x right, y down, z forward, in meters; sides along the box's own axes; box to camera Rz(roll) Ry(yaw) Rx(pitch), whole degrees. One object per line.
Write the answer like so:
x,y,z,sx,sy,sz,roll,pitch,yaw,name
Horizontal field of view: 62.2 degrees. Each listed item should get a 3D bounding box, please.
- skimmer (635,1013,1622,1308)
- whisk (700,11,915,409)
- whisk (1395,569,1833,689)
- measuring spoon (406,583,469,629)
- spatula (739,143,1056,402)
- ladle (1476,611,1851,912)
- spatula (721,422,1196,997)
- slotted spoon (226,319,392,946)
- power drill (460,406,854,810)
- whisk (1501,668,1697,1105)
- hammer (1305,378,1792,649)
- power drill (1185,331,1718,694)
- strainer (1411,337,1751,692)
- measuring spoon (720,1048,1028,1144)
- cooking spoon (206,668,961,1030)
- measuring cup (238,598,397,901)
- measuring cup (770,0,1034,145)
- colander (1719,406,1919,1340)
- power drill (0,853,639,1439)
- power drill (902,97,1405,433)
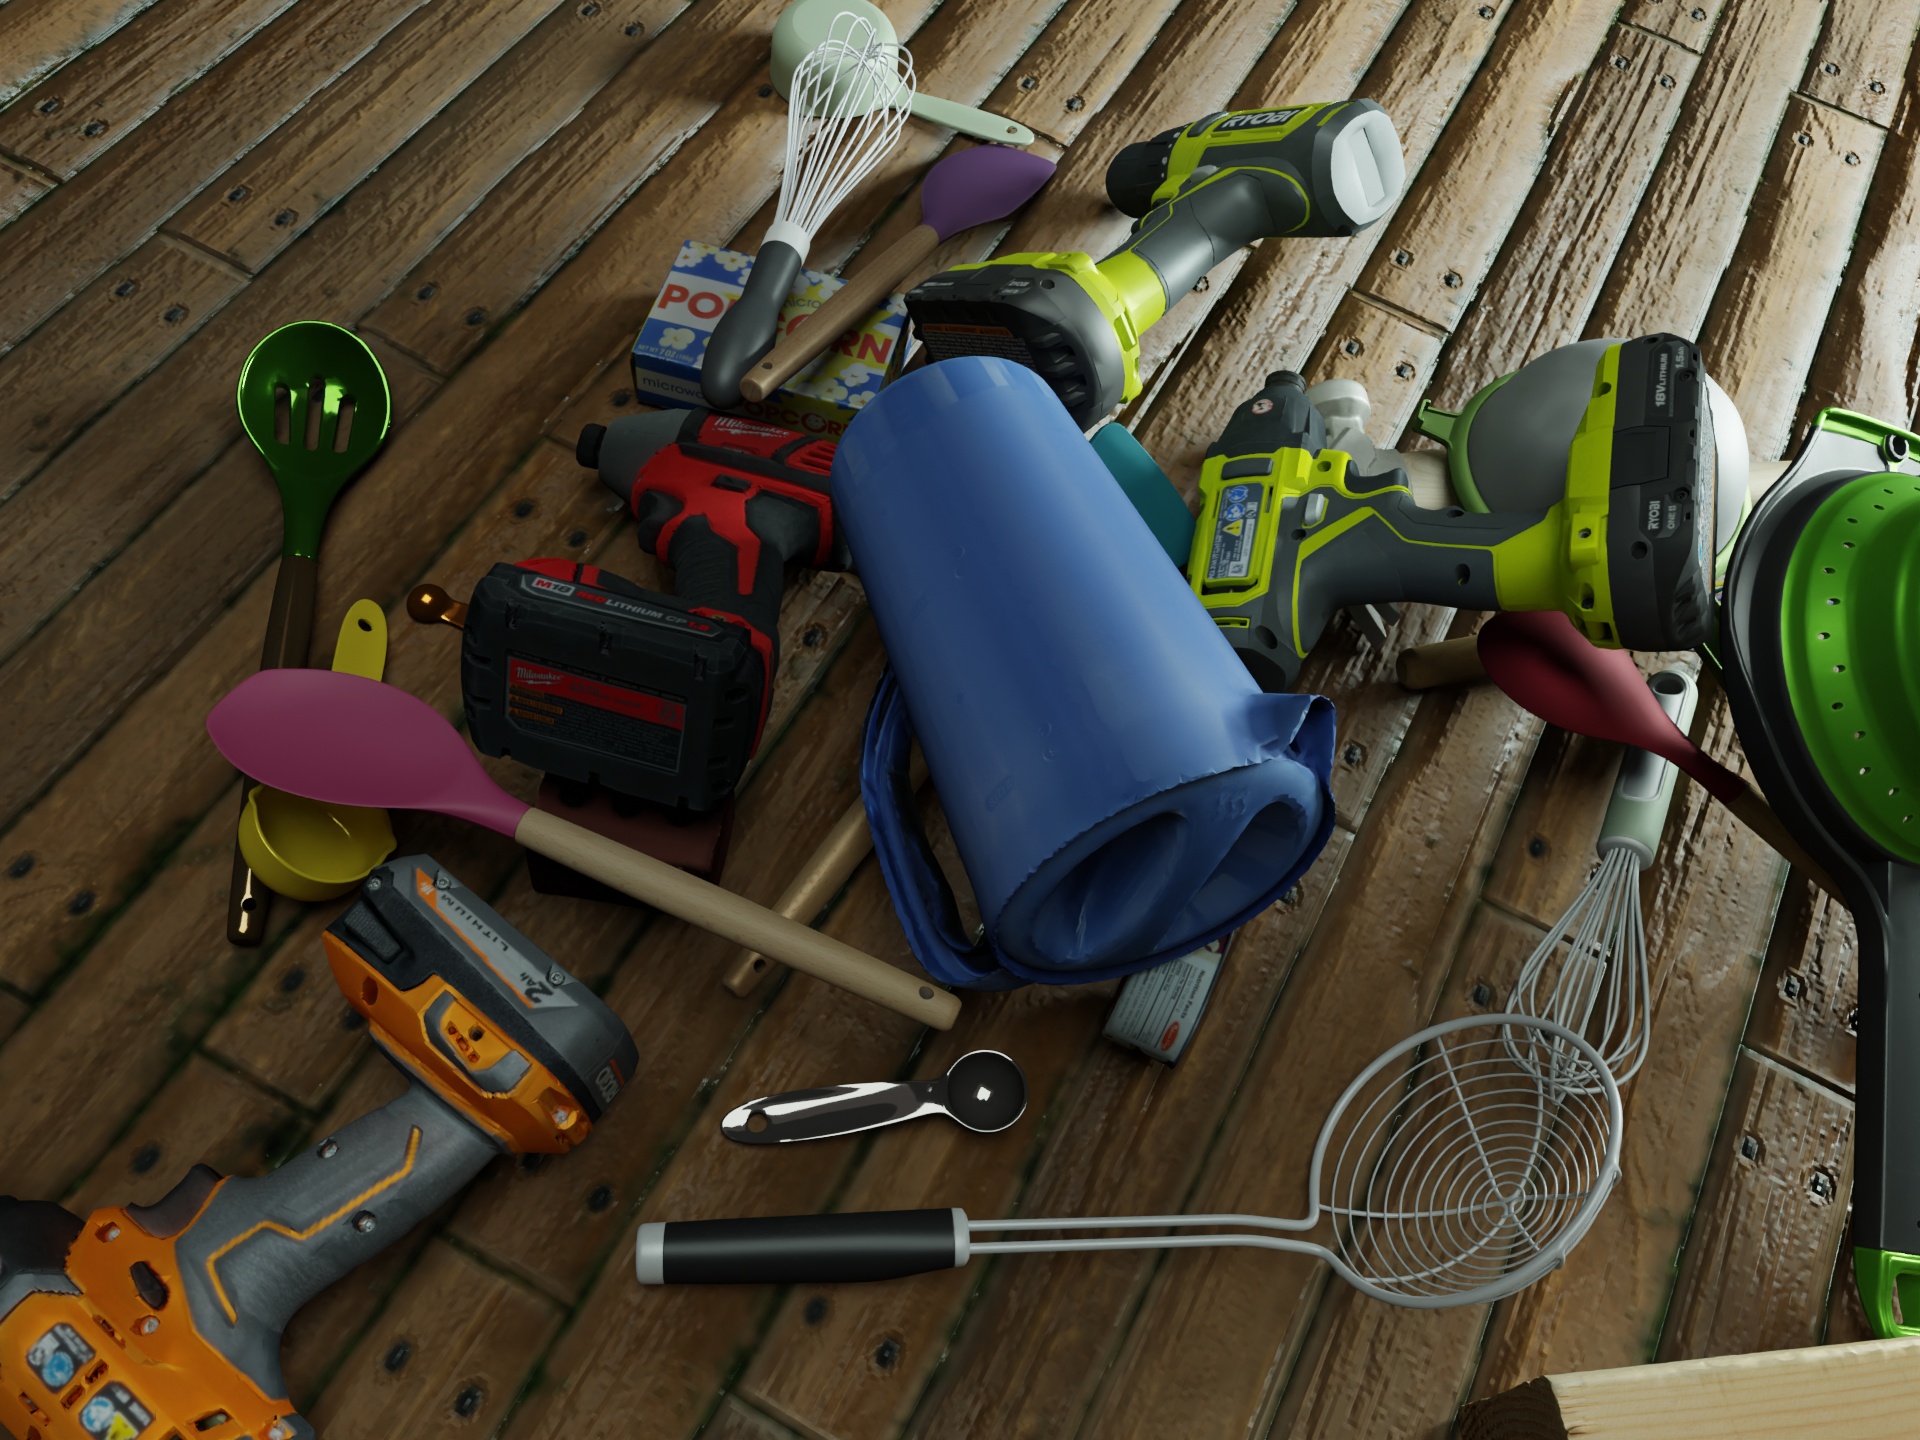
0.060,0.170,0.599,0.363,0.090,0.127,-1,28,-5,skimmer
-0.080,-0.261,0.811,0.070,0.070,0.285,14,58,1,whisk
0.332,-0.045,0.784,0.245,0.051,0.047,-10,68,-9,whisk
-0.201,-0.041,0.733,0.117,0.011,0.021,18,60,3,measuring spoon
-0.031,-0.242,0.827,0.060,0.018,0.316,23,45,12,spatula
0.366,0.050,0.713,0.315,0.031,0.069,39,55,2,ladle
-0.001,-0.002,0.715,0.082,0.044,0.317,49,63,-23,spatula
-0.303,-0.049,0.716,0.070,0.031,0.314,8,60,-23,slotted spoon
-0.126,-0.068,0.692,0.143,0.078,0.220,15,37,1,power drill
0.296,0.066,0.714,0.058,0.059,0.246,9,51,31,whisk
0.386,-0.112,0.832,0.410,0.038,0.146,-2,62,-8,hammer
0.215,-0.099,0.718,0.223,0.080,0.171,-2,60,31,power drill
0.337,-0.091,0.744,0.151,0.069,0.257,-16,60,-12,strainer
-0.034,0.157,0.641,0.124,0.018,0.034,-7,59,-3,measuring spoon
-0.147,0.051,0.620,0.319,0.017,0.069,23,43,7,cooking spoon
-0.271,0.010,0.685,0.062,0.029,0.157,26,39,-32,measuring cup
-0.033,-0.378,0.931,0.167,0.038,0.083,22,60,8,measuring cup
0.416,0.052,0.646,0.204,0.094,0.397,13,76,-21,colander
-0.247,0.160,0.574,0.164,0.084,0.226,36,66,14,power drill
0.087,-0.241,0.817,0.228,0.080,0.191,-39,32,-19,power drill
